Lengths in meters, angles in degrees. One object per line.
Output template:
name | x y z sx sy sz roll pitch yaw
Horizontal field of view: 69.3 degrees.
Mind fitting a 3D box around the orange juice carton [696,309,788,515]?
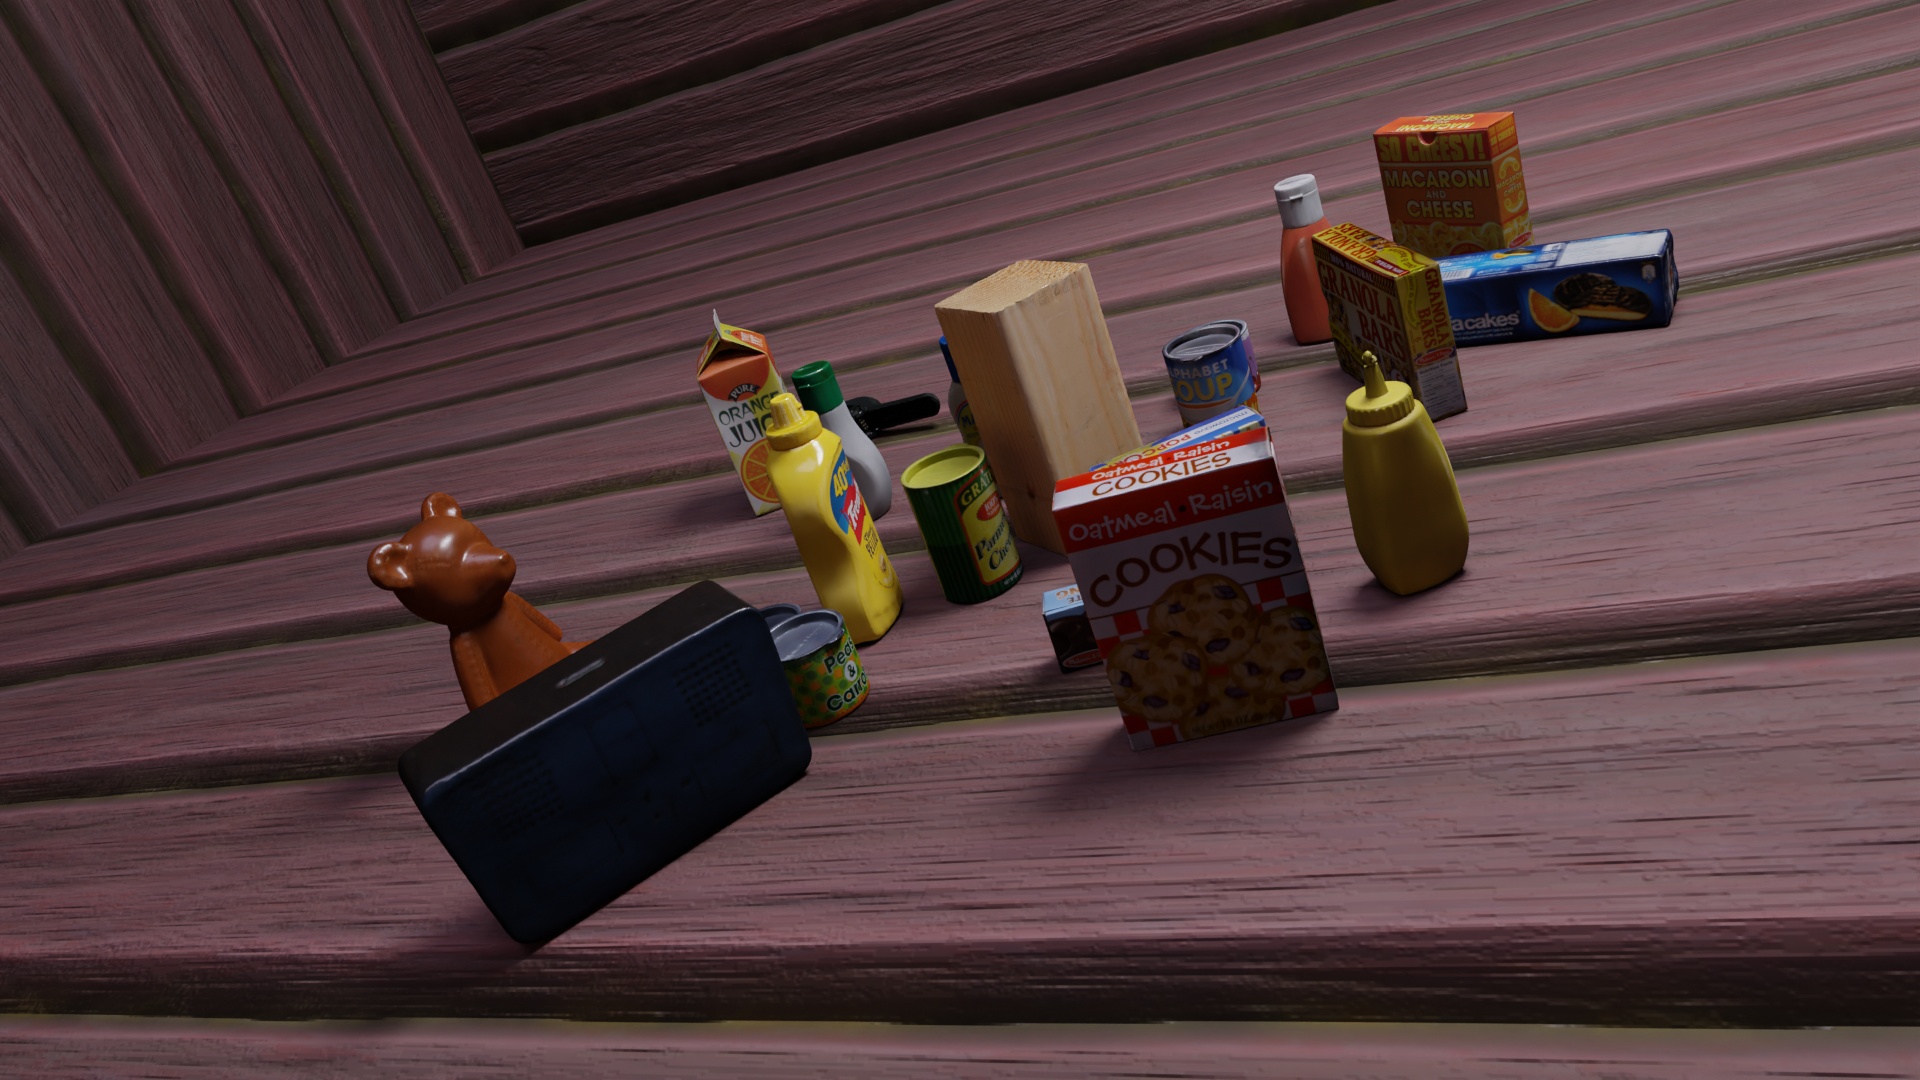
orange juice carton | -0.201 -0.129 1.344 0.073 0.192 0.072 -21 24 -1

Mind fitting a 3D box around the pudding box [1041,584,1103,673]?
pudding box | 0.099 0.050 0.914 0.083 0.049 0.030 -16 24 9

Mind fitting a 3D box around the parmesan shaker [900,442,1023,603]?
parmesan shaker | 0.004 -0.013 1.055 0.071 0.102 0.071 -17 24 8

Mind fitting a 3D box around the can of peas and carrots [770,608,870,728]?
can of peas and carrots | -0.101 0.090 0.975 0.071 0.058 0.071 -17 24 8

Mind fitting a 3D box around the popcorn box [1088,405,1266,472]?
popcorn box | 0.165 -0.033 0.994 0.127 0.085 0.038 -22 24 -5

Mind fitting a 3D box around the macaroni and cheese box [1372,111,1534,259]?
macaroni and cheese box | 0.433 -0.284 1.213 0.040 0.165 0.124 -31 26 -23

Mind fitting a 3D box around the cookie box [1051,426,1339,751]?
cookie box | 0.134 0.030 0.786 0.123 0.166 0.040 -14 25 14

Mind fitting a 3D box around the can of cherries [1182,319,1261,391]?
can of cherries | 0.229 -0.156 1.233 0.071 0.058 0.072 -17 24 8

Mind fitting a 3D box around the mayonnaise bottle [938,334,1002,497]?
mayonnaise bottle | 0.021 -0.109 1.186 0.064 0.147 0.041 -7 27 28

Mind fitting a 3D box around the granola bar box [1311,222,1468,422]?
granola bar box | 0.340 -0.177 1.113 0.039 0.123 0.166 -21 24 0

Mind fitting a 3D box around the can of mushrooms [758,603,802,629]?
can of mushrooms | -0.145 0.080 1.059 0.071 0.033 0.071 -17 24 8

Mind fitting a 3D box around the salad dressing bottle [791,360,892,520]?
salad dressing bottle | -0.108 -0.087 1.240 0.064 0.147 0.044 -6 28 29

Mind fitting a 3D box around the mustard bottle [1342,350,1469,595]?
mustard bottle | 0.267 -0.046 0.852 0.065 0.159 0.049 -23 24 -6

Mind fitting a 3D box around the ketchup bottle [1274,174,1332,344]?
ketchup bottle | 0.319 -0.255 1.261 0.064 0.148 0.044 -12 25 18

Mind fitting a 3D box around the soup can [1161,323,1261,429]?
soup can | 0.210 -0.128 1.159 0.071 0.083 0.071 -17 24 8
